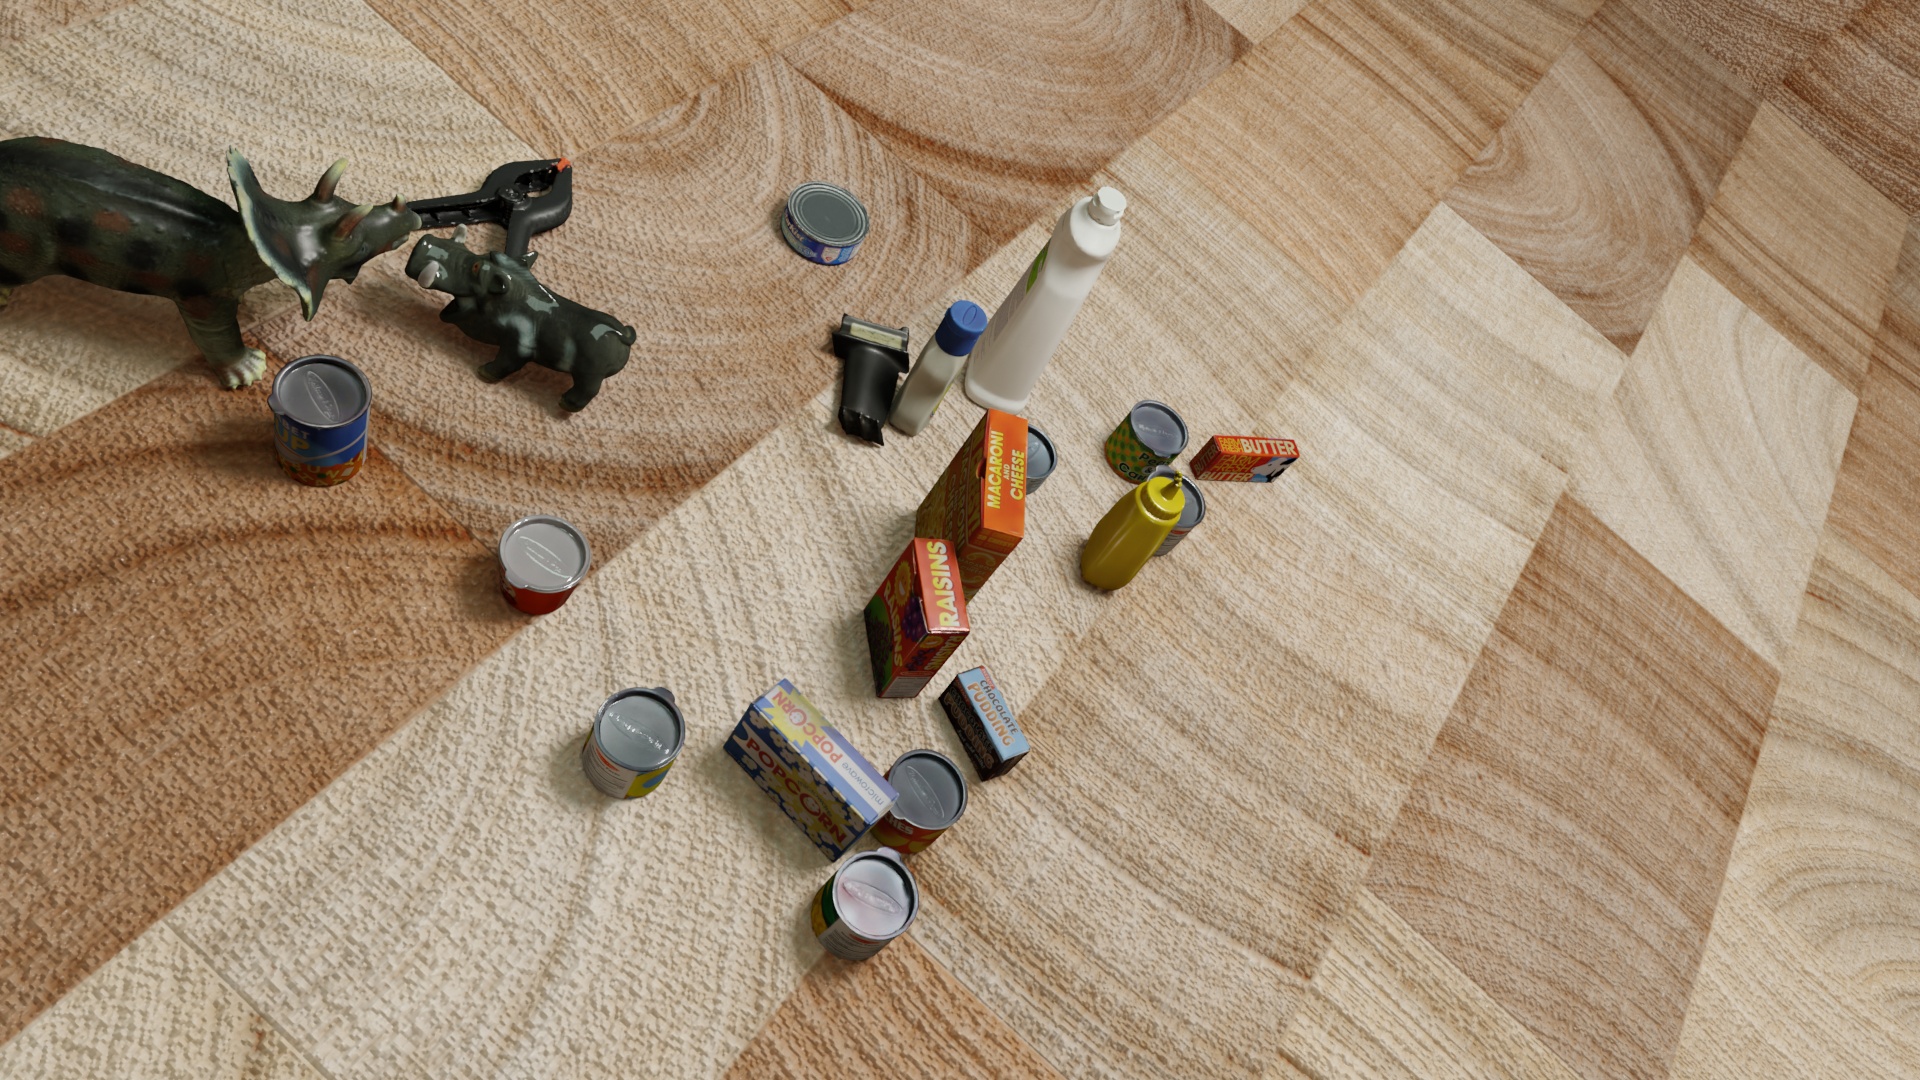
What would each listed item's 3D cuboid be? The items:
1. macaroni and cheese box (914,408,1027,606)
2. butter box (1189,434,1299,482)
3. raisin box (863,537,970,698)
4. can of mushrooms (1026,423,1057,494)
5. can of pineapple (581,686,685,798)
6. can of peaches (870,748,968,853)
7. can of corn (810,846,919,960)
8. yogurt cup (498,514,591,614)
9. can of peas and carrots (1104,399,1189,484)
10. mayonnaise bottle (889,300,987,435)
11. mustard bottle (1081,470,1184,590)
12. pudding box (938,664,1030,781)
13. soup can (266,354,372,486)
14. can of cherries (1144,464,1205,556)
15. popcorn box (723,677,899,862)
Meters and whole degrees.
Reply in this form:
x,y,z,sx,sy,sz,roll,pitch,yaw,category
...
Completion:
x,y,z,sx,sy,sz,roll,pitch,yaw,category
0.004,-0.015,1.181,0.040,0.165,0.124,16,54,-17,macaroni and cheese box
0.295,-0.084,1.442,0.104,0.053,0.024,1,59,-25,butter box
-0.038,0.065,1.135,0.040,0.122,0.086,4,58,-24,raisin box
0.055,-0.081,1.335,0.071,0.033,0.071,13,55,-18,can of mushrooms
-0.240,0.149,1.023,0.071,0.057,0.071,13,55,-19,can of pineapple
-0.037,0.205,1.085,0.071,0.057,0.071,13,55,-19,can of peaches
-0.071,0.268,1.027,0.071,0.058,0.071,13,55,-19,can of corn
-0.323,0.021,1.069,0.072,0.053,0.073,13,55,-19,yogurt cup
0.186,-0.096,1.393,0.071,0.058,0.071,13,55,-19,can of peas and carrots
-0.020,-0.161,1.277,0.041,0.147,0.065,30,51,-6,mayonnaise bottle
0.163,-0.015,1.263,0.049,0.159,0.065,21,52,-12,mustard bottle
0.020,0.152,1.154,0.030,0.049,0.084,-16,68,-33,pudding box
-0.483,-0.088,1.044,0.071,0.083,0.072,13,55,-19,soup can
0.195,-0.029,1.353,0.071,0.058,0.072,13,55,-19,can of cherries
-0.114,0.175,1.050,0.127,0.084,0.038,45,51,6,popcorn box
